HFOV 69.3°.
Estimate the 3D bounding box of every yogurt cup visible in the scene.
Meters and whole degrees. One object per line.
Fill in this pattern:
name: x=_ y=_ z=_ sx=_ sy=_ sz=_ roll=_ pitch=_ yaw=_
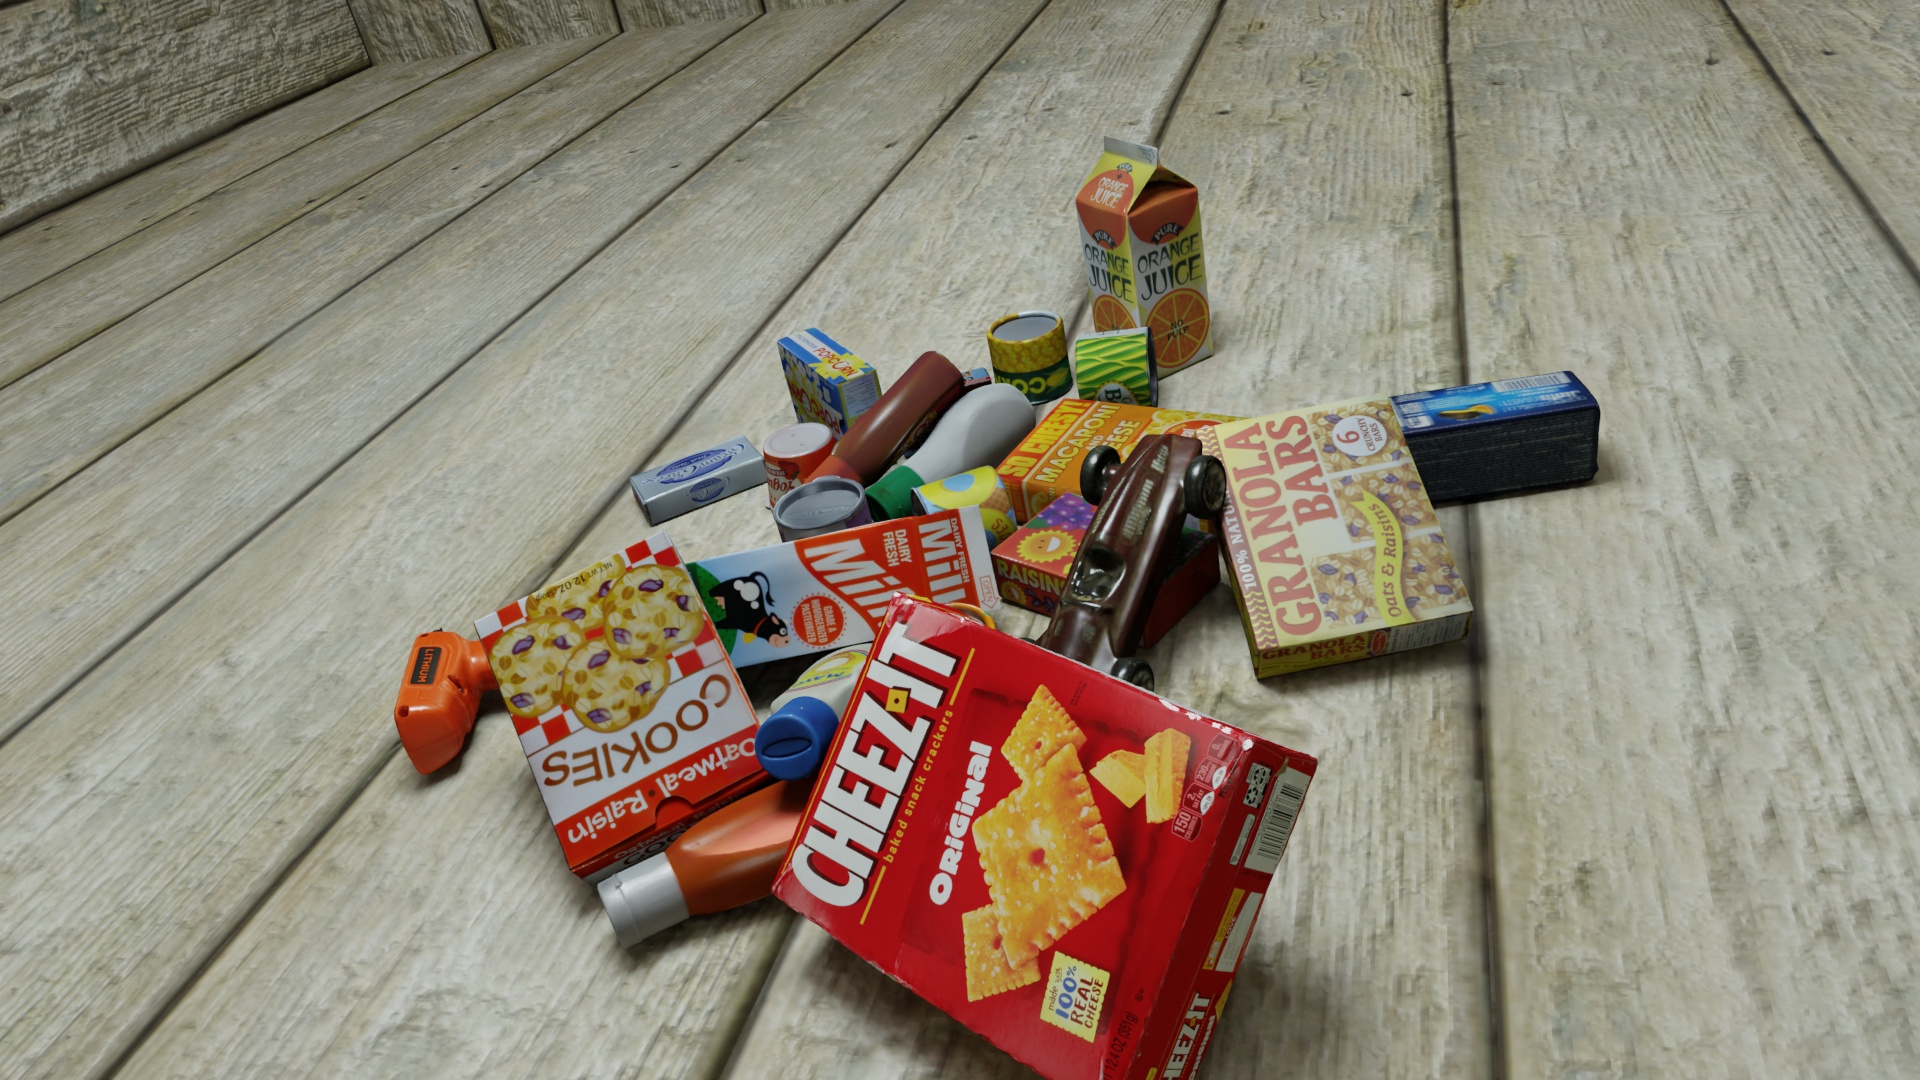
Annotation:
yogurt cup: x=-0.121 y=-0.056 z=1.077 sx=0.072 sy=0.053 sz=0.073 roll=-8 pitch=32 yaw=5

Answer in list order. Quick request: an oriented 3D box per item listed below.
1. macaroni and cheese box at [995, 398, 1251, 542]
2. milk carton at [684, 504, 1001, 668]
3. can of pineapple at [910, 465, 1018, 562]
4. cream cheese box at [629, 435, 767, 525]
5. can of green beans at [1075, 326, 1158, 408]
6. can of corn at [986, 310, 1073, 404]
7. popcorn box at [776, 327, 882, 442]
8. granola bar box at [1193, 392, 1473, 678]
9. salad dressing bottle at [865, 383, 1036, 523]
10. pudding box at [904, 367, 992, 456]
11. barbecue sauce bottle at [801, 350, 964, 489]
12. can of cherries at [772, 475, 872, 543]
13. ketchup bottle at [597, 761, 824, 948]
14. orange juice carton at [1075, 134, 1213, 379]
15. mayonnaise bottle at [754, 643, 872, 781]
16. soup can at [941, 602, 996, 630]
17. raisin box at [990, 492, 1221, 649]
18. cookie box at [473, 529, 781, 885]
macaroni and cheese box: x=0.123 y=-0.050 z=0.999 sx=0.166 sy=0.040 sz=0.124 roll=10 pitch=38 yaw=31
milk carton: x=-0.074 y=0.030 z=0.886 sx=0.191 sy=0.072 sz=0.073 roll=-12 pitch=1 yaw=1
can of pineapple: x=0.003 y=-0.012 z=0.954 sx=0.058 sy=0.070 sz=0.071 roll=-18 pitch=32 yaw=-10
cream cheese box: x=-0.212 y=-0.050 z=1.127 sx=0.104 sy=0.024 sz=0.053 roll=-23 pitch=33 yaw=-17
can of green beans: x=0.125 y=-0.135 z=1.109 sx=0.058 sy=0.071 sz=0.071 roll=-4 pitch=32 yaw=14
can of corn: x=0.057 y=-0.154 z=1.169 sx=0.071 sy=0.058 sz=0.071 roll=-9 pitch=31 yaw=6
popcorn box: x=-0.102 y=-0.115 z=1.136 sx=0.038 sy=0.084 sz=0.127 roll=-23 pitch=33 yaw=-19
granola bar box: x=0.220 y=-0.005 z=0.840 sx=0.124 sy=0.039 sz=0.166 roll=-11 pitch=54 yaw=4
salad dressing bottle: x=-0.009 y=-0.062 z=1.047 sx=0.148 sy=0.064 sz=0.044 roll=-38 pitch=39 yaw=-25
pudding box: x=-0.013 y=-0.104 z=1.122 sx=0.084 sy=0.049 sz=0.030 roll=-15 pitch=30 yaw=-5
barbecue sauce bottle: x=-0.060 y=-0.077 z=1.047 sx=0.149 sy=0.043 sz=0.064 roll=-47 pitch=0 yaw=-16
can of cherries: x=-0.092 y=-0.004 z=0.982 sx=0.071 sy=0.058 sz=0.072 roll=-10 pitch=31 yaw=6
ketchup bottle: x=-0.115 y=0.164 z=0.733 sx=0.149 sy=0.043 sz=0.065 roll=-23 pitch=27 yaw=-17
orange juice carton: x=0.150 y=-0.234 z=1.140 sx=0.073 sy=0.191 sz=0.072 roll=-26 pitch=35 yaw=-20
mayonnaise bottle: x=-0.074 y=0.095 z=0.782 sx=0.065 sy=0.041 sz=0.148 roll=-15 pitch=6 yaw=13
soup can: x=-0.007 y=0.086 z=0.785 sx=0.071 sy=0.083 sz=0.072 roll=-9 pitch=31 yaw=6
raisin box: x=0.094 y=0.017 z=0.903 sx=0.123 sy=0.040 sz=0.086 roll=19 pitch=44 yaw=38
cookie box: x=-0.189 y=0.092 z=0.792 sx=0.123 sy=0.040 sz=0.168 roll=-26 pitch=64 yaw=-9
